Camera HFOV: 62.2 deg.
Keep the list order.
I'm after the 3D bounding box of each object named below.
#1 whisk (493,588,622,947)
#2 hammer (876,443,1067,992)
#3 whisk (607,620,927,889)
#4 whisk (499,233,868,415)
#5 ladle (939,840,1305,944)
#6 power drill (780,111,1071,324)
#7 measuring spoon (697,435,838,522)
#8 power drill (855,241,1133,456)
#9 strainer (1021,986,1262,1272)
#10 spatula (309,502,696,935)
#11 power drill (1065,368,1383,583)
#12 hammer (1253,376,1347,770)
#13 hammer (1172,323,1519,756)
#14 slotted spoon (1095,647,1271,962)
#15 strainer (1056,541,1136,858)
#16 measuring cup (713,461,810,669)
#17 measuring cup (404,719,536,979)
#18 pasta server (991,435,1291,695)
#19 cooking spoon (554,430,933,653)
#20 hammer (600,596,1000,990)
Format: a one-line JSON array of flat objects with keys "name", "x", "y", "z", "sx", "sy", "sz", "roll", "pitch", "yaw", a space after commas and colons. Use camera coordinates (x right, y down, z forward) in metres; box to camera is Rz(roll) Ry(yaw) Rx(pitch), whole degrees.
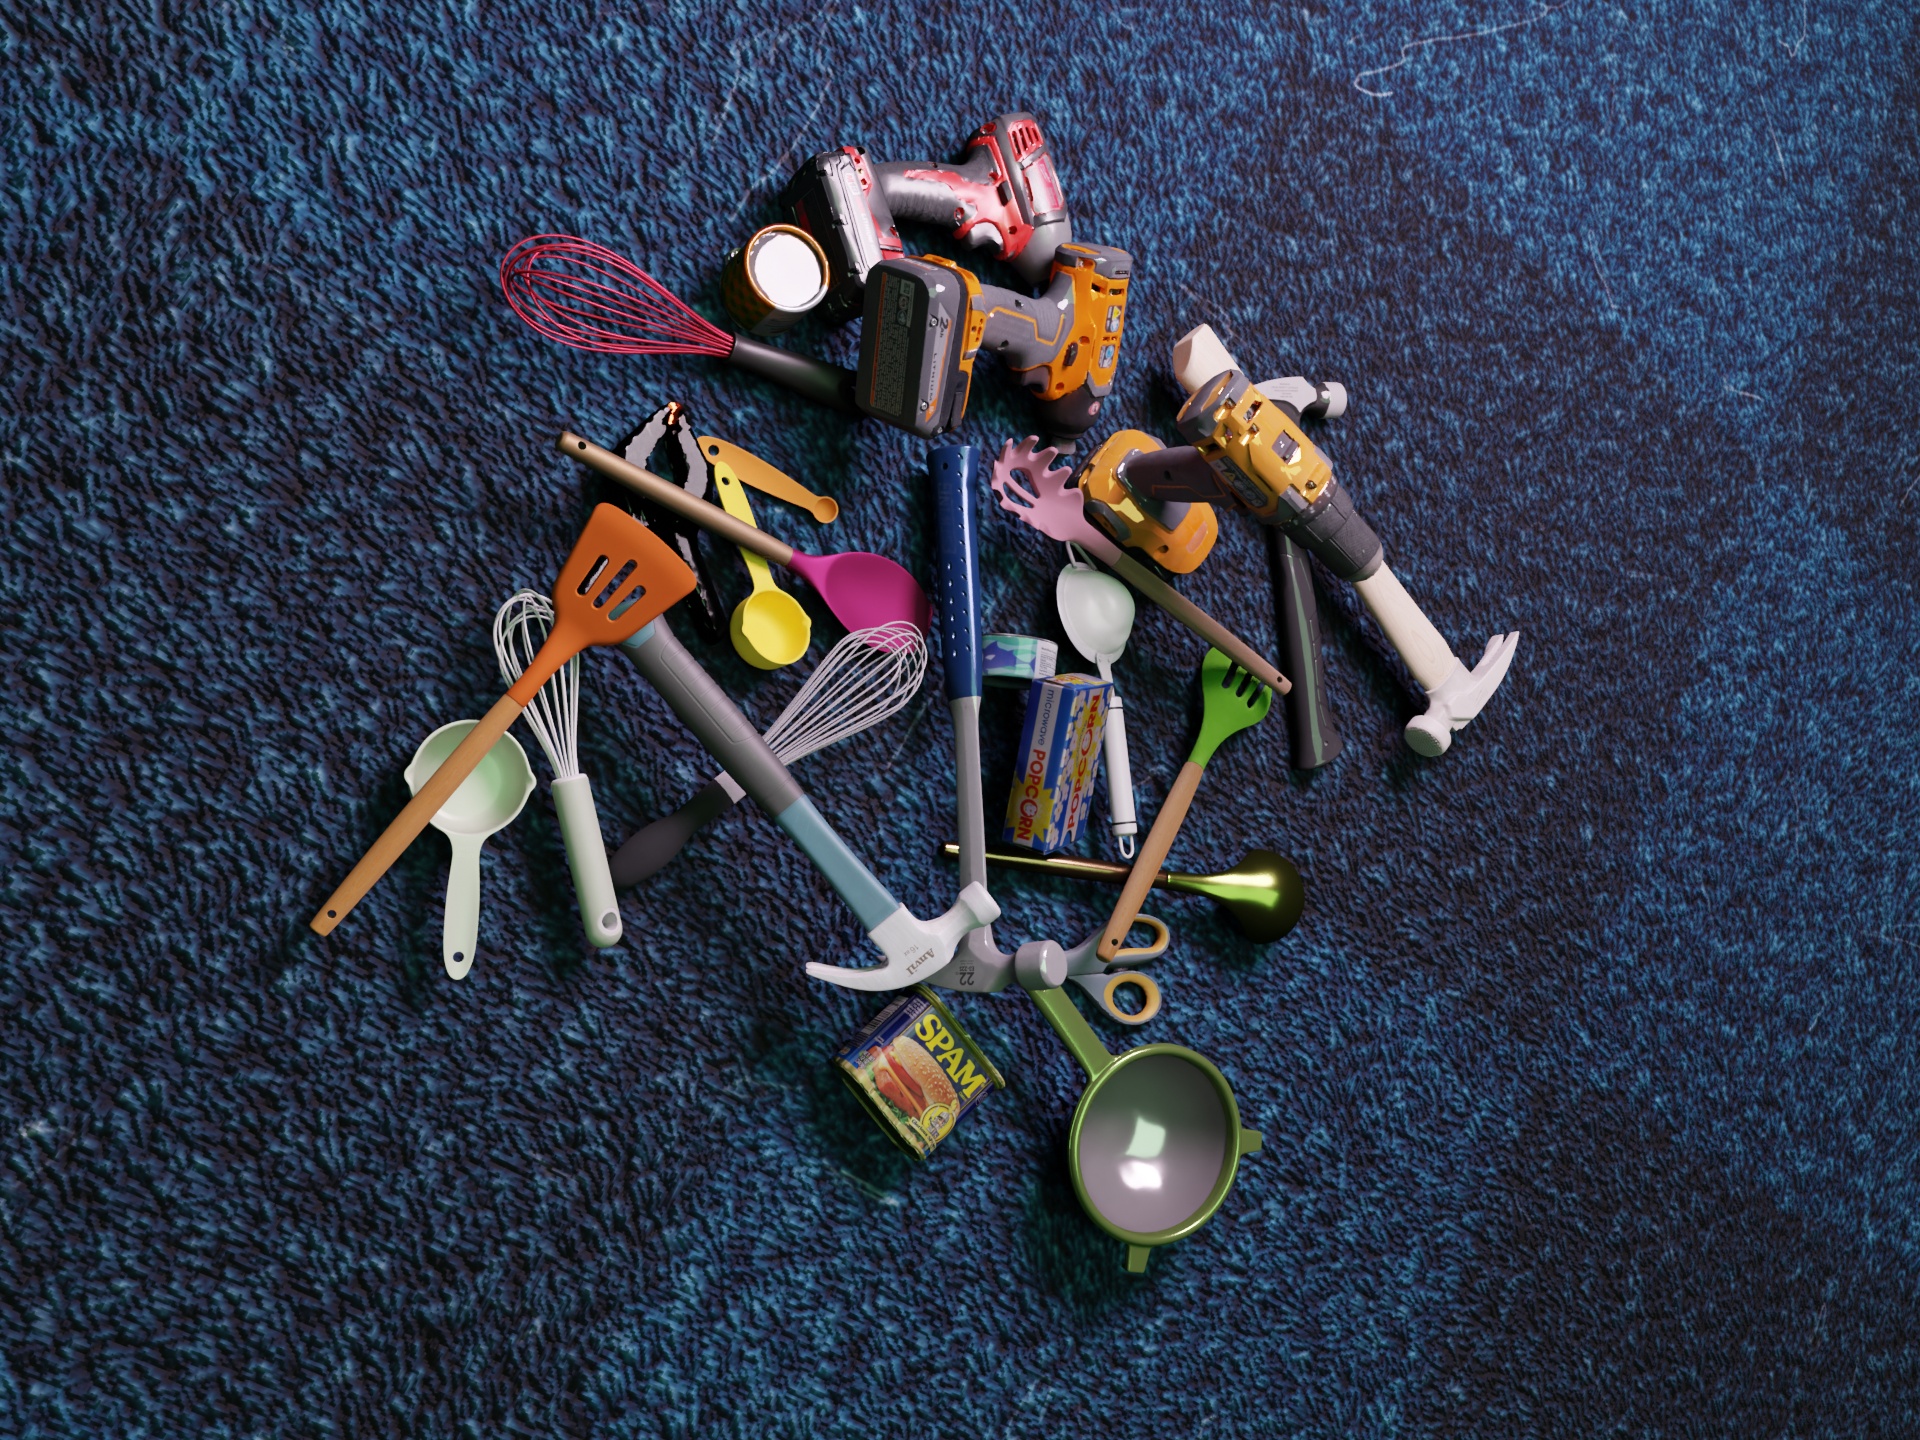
[{"name": "whisk", "x": -0.265, "y": 0.032, "z": 1.064, "sx": 0.057, "sy": 0.059, "sz": 0.246, "roll": -14, "pitch": 91, "yaw": -47}, {"name": "hammer", "x": -0.002, "y": -0.004, "z": 1.169, "sx": 0.035, "sy": 0.144, "sz": 0.406, "roll": 14, "pitch": 70, "yaw": -55}, {"name": "whisk", "x": -0.135, "y": 0.026, "z": 1.122, "sx": 0.284, "sy": 0.070, "sz": 0.070, "roll": -39, "pitch": 102, "yaw": -14}, {"name": "whisk", "x": -0.183, "y": -0.272, "z": 1.134, "sx": 0.295, "sy": 0.073, "sz": 0.073, "roll": 14, "pitch": 79, "yaw": -30}, {"name": "ladle", "x": 0.132, "y": 0.124, "z": 1.260, "sx": 0.320, "sy": 0.062, "sz": 0.078, "roll": 9, "pitch": 76, "yaw": -18}, {"name": "power drill", "x": -0.013, "y": -0.377, "z": 1.215, "sx": 0.219, "sy": 0.078, "sz": 0.143, "roll": -21, "pitch": 95, "yaw": -28}, {"name": "measuring spoon", "x": -0.143, "y": -0.177, "z": 1.170, "sx": 0.116, "sy": 0.011, "sz": 0.021, "roll": 27, "pitch": 85, "yaw": -17}, {"name": "power drill", "x": 0.032, "y": -0.269, "z": 1.187, "sx": 0.226, "sy": 0.084, "sz": 0.164, "roll": -16, "pitch": 124, "yaw": -41}, {"name": "strainer", "x": 0.106, "y": 0.278, "z": 1.211, "sx": 0.151, "sy": 0.069, "sz": 0.256, "roll": -39, "pitch": 101, "yaw": -21}, {"name": "spatula", "x": -0.299, "y": 0.006, "z": 1.008, "sx": 0.081, "sy": 0.041, "sz": 0.322, "roll": 41, "pitch": 79, "yaw": -15}, {"name": "power drill", "x": 0.201, "y": -0.163, "z": 1.209, "sx": 0.185, "sy": 0.226, "sz": 0.084, "roll": 42, "pitch": 70, "yaw": -17}, {"name": "hammer", "x": 0.279, "y": -0.124, "z": 1.351, "sx": 0.146, "sy": 0.035, "sz": 0.335, "roll": -5, "pitch": 87, "yaw": -26}, {"name": "hammer", "x": 0.321, "y": -0.166, "z": 1.336, "sx": 0.410, "sy": 0.038, "sz": 0.146, "roll": 50, "pitch": 65, "yaw": -14}, {"name": "slotted spoon", "x": 0.177, "y": 0.058, "z": 1.259, "sx": 0.070, "sy": 0.031, "sz": 0.314, "roll": 36, "pitch": 62, "yaw": -11}, {"name": "strainer", "x": 0.119, "y": -0.021, "z": 1.248, "sx": 0.086, "sy": 0.050, "sz": 0.258, "roll": 0, "pitch": 81, "yaw": -47}, {"name": "measuring cup", "x": -0.155, "y": -0.110, "z": 1.148, "sx": 0.062, "sy": 0.029, "sz": 0.156, "roll": -13, "pitch": 81, "yaw": -44}, {"name": "measuring cup", "x": -0.326, "y": 0.084, "z": 1.042, "sx": 0.083, "sy": 0.038, "sz": 0.167, "roll": 5, "pitch": 85, "yaw": -25}, {"name": "pasta server", "x": 0.145, "y": -0.111, "z": 1.237, "sx": 0.316, "sy": 0.040, "sz": 0.060, "roll": 35, "pitch": 74, "yaw": -18}, {"name": "cooking spoon", "x": -0.144, "y": -0.127, "z": 1.129, "sx": 0.318, "sy": 0.017, "sz": 0.069, "roll": 26, "pitch": 72, "yaw": -34}, {"name": "hammer", "x": -0.124, "y": 0.047, "z": 1.076, "sx": 0.128, "sy": 0.033, "sz": 0.331, "roll": -40, "pitch": 96, "yaw": -2}]
